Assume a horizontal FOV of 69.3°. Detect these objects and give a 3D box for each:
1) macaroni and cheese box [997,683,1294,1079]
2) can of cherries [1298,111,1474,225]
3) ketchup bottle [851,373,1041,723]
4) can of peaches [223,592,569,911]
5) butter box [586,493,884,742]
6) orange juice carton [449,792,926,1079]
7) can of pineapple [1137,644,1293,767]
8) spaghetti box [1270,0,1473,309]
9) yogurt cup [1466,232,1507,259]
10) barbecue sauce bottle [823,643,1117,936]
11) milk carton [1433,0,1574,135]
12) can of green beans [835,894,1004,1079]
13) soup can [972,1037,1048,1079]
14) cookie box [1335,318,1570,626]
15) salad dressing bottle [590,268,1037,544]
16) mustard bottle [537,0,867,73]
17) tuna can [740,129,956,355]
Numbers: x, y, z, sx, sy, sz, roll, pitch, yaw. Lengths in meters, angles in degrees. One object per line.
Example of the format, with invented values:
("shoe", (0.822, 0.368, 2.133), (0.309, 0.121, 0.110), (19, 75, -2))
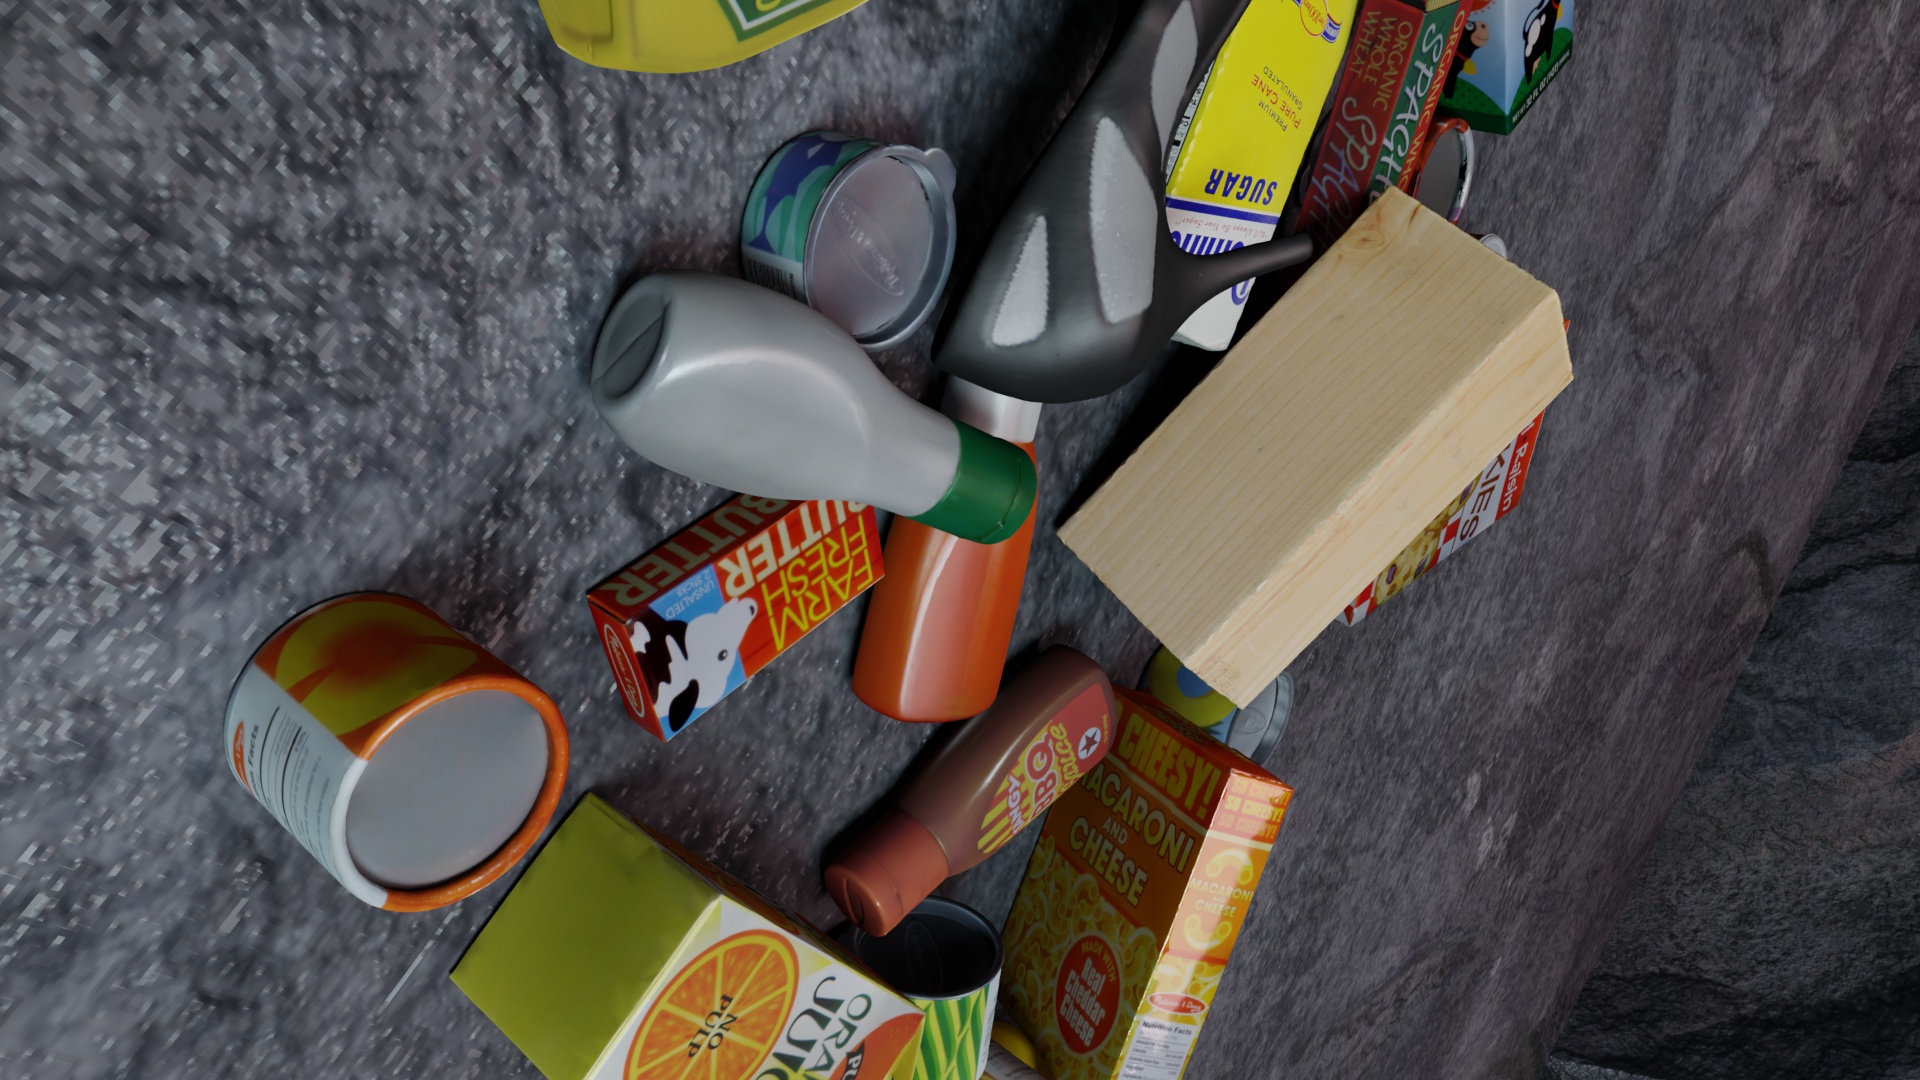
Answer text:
("macaroni and cheese box", (0.078, 0.164, 0.650), (0.040, 0.124, 0.166), (19, 95, -25))
("can of cherries", (0.208, -0.176, 0.679), (0.072, 0.058, 0.071), (-29, 130, -40))
("ketchup bottle", (0.002, -0.007, 0.526), (0.065, 0.043, 0.148), (-4, 112, -49))
("can of peaches", (-0.144, 0.053, 0.363), (0.071, 0.058, 0.071), (-28, 129, -40))
("butter box", (-0.071, 0.015, 0.462), (0.104, 0.024, 0.052), (-38, 136, -33))
("orange juice carton", (-0.079, 0.168, 0.497), (0.073, 0.072, 0.192), (-55, 142, -13))
("can of pineapple", (0.132, 0.088, 0.730), (0.071, 0.058, 0.070), (-28, 129, -40))
("spaghetti box", (0.175, -0.134, 0.646), (0.050, 0.029, 0.248), (-31, 143, -40))
("yogurt cup", (0.263, -0.141, 0.770), (0.073, 0.054, 0.072), (-28, 130, -40))
("barbecue sauce bottle", (0.006, 0.108, 0.596), (0.149, 0.044, 0.064), (-36, 136, -34))
("milk carton", (0.230, -0.289, 0.631), (0.072, 0.073, 0.189), (-47, 140, -23))
("can of green beans", (-0.018, 0.195, 0.595), (0.071, 0.071, 0.057), (-18, 123, -46))
("soup can", (-0.006, 0.255, 0.627), (0.072, 0.084, 0.071), (-29, 131, -39))
("cookie box", (0.252, -0.045, 0.743), (0.168, 0.040, 0.122), (-29, 135, -32))
("salad dressing bottle", (-0.038, -0.034, 0.428), (0.147, 0.044, 0.064), (21, 133, -41))
("mustard bottle", (-0.040, -0.175, 0.374), (0.161, 0.049, 0.065), (-36, 136, -34))
("tuna can", (-0.034, -0.097, 0.440), (0.071, 0.033, 0.070), (-29, 130, -40))
